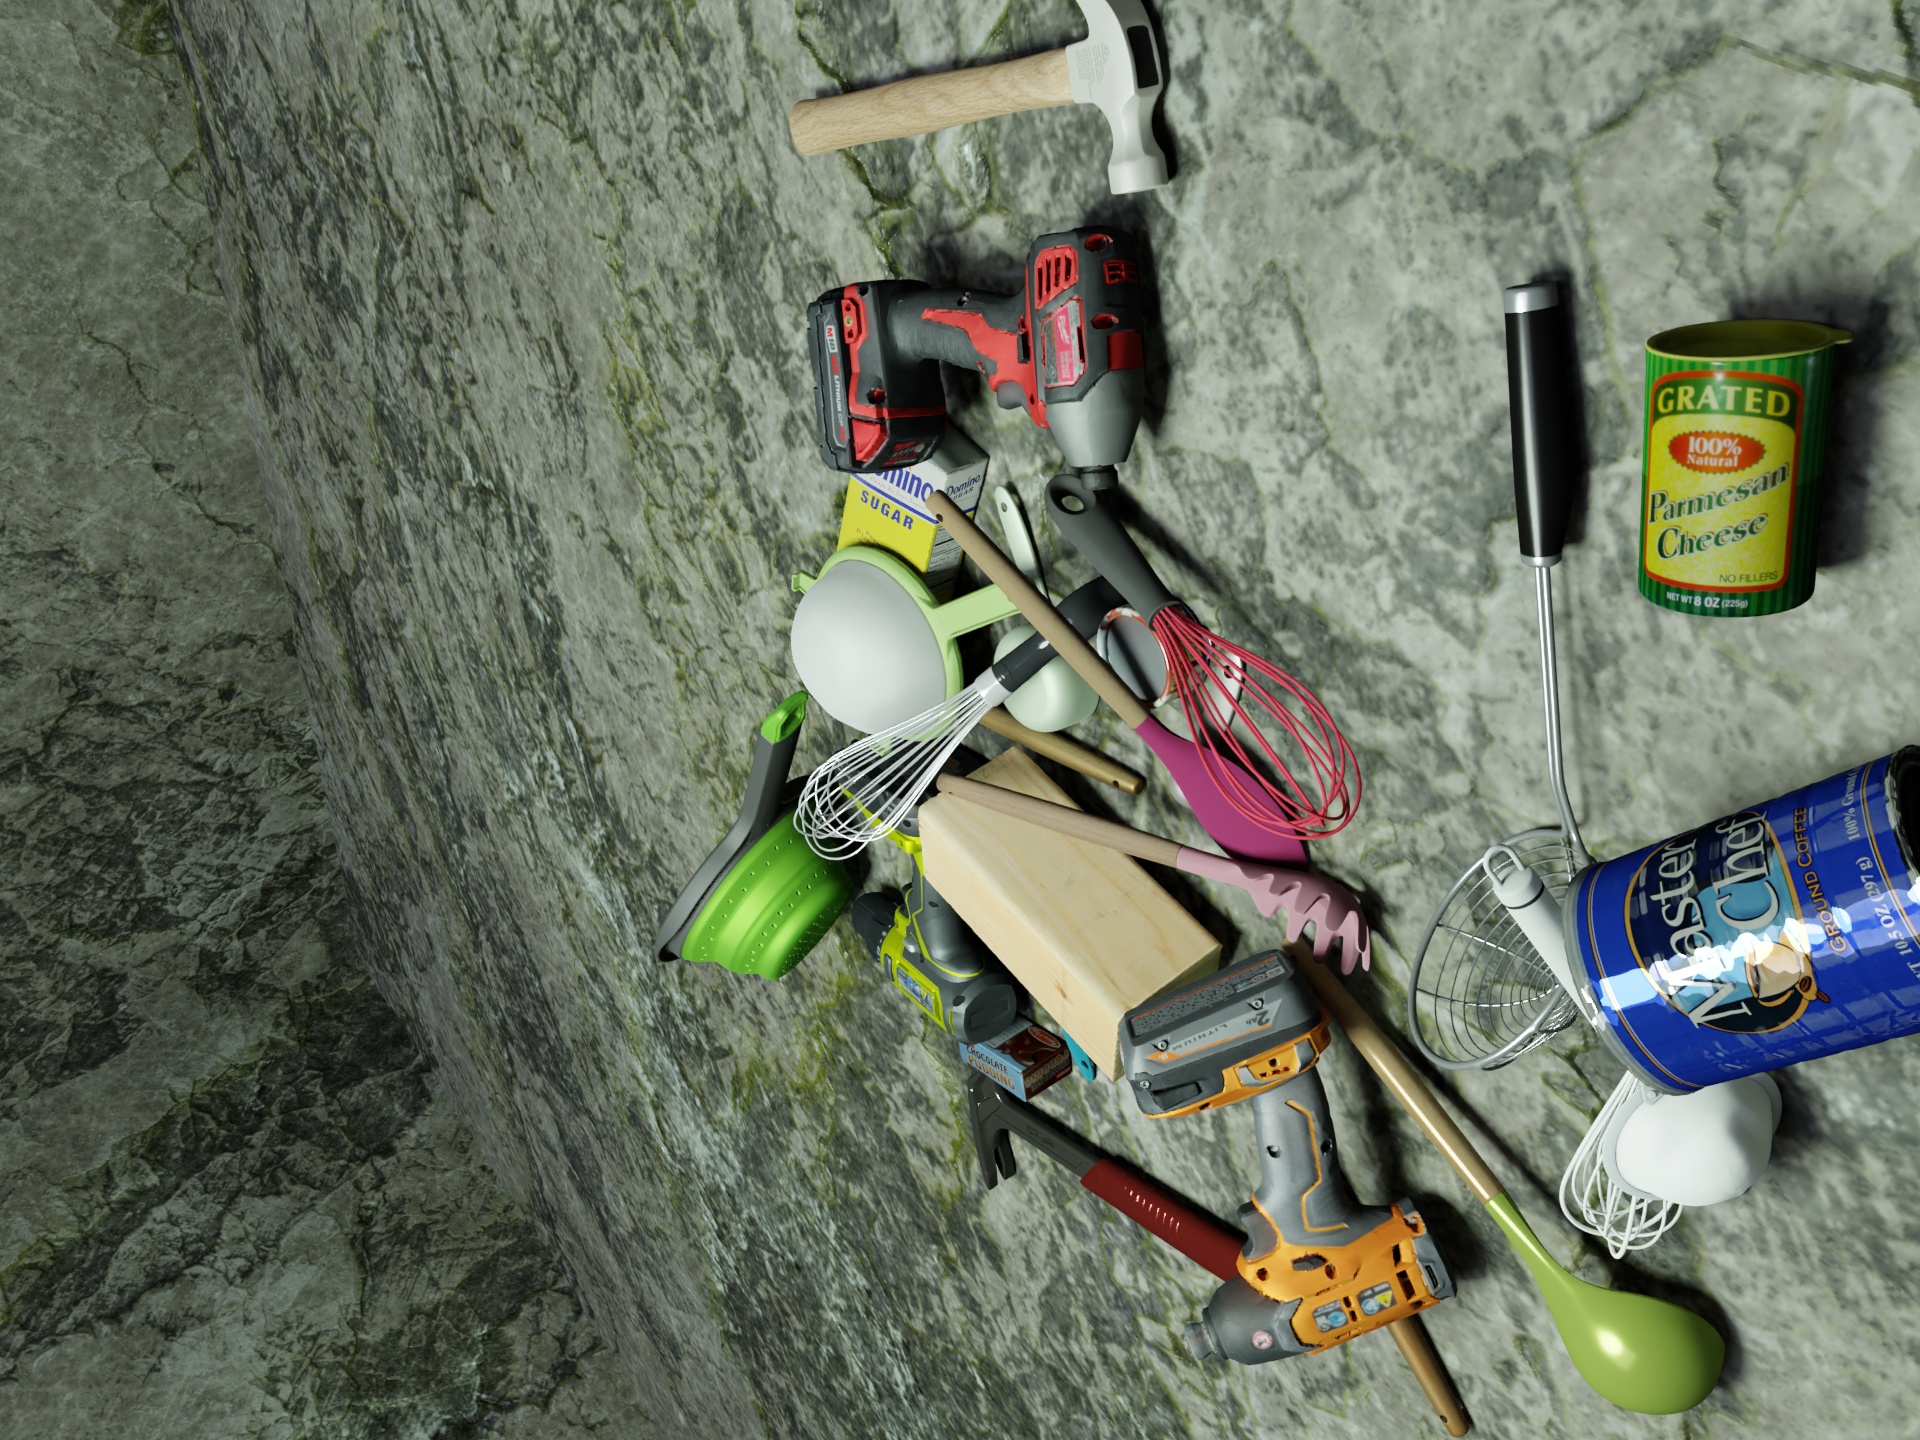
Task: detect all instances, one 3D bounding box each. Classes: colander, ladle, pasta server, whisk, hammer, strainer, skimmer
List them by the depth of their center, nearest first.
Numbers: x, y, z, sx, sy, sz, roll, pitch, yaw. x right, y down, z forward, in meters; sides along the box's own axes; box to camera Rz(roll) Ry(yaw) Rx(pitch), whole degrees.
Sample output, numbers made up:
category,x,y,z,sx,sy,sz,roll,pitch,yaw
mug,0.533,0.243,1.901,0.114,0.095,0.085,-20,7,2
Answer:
category,x,y,z,sx,sy,sz,roll,pitch,yaw
strainer,0.301,0.148,0.711,0.258,0.087,0.050,50,-168,-19
skimmer,0.246,-0.012,0.740,0.127,0.090,0.363,-106,7,-73
whisk,0.335,0.160,0.766,0.058,0.059,0.246,7,118,13
ladle,0.290,0.240,0.891,0.320,0.062,0.078,54,149,32
whisk,0.125,-0.046,0.894,0.296,0.073,0.073,57,148,35
hammer,-0.005,-0.369,0.938,0.331,0.031,0.130,17,124,51
pasta server,0.110,0.083,0.985,0.316,0.040,0.060,16,153,34
whisk,-0.001,-0.002,1.029,0.284,0.070,0.070,-38,74,21
strainer,-0.043,-0.051,1.082,0.256,0.069,0.151,-17,101,55
ladle,0.015,-0.007,1.145,0.316,0.031,0.069,27,133,44
hammer,0.126,0.365,1.204,0.359,0.036,0.149,20,126,50
colander,-0.140,0.110,1.291,0.094,0.204,0.396,39,147,10

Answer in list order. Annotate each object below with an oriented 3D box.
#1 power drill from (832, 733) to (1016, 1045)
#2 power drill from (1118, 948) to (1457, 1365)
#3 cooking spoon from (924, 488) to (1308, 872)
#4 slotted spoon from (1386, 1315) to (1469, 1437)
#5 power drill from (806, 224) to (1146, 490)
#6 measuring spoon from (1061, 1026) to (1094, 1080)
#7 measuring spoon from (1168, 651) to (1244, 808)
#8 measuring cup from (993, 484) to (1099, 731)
category,x,y,z,sx,sy,sz,roll,pitch,yaw
power drill,-0.037,0.122,1.254,0.191,0.080,0.228,32,136,49
power drill,0.175,0.269,0.941,0.084,0.164,0.226,-79,-36,-83
cooking spoon,0.091,-0.018,0.953,0.319,0.017,0.068,47,147,-1
slotted spoon,0.241,0.310,1.011,0.314,0.031,0.070,62,147,5
power drill,0.014,-0.204,0.942,0.220,0.078,0.143,3,104,42
measuring spoon,0.085,0.216,1.195,0.042,0.021,0.128,13,129,51
measuring spoon,0.148,0.007,0.963,0.034,0.018,0.124,44,141,32
measuring cup,0.040,-0.071,1.051,0.083,0.038,0.167,-1,111,56
